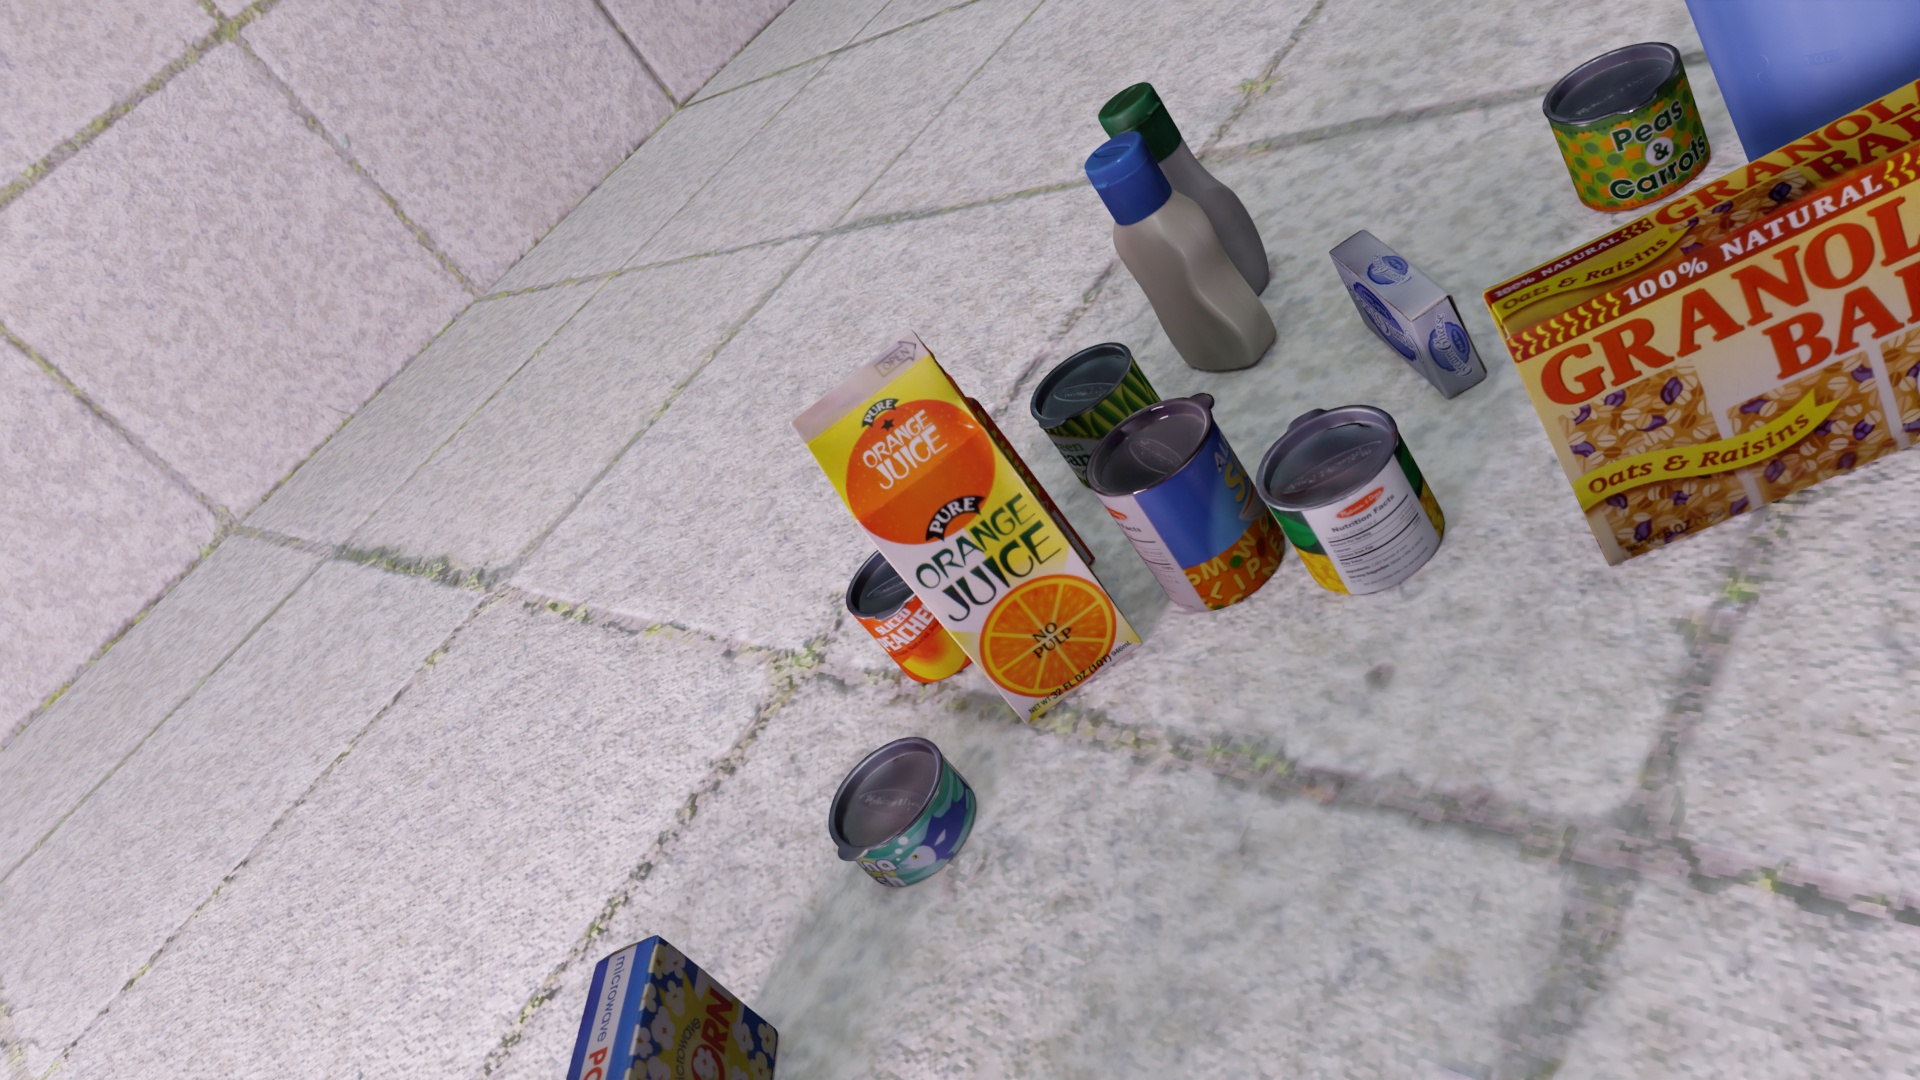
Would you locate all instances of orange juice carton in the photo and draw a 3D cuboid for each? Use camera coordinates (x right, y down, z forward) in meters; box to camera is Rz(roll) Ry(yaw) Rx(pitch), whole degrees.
[{"bbox_3d":[0.002,-0.008,0.665,0.072,0.192,0.073,-36,30,4],"label":"orange juice carton"}]

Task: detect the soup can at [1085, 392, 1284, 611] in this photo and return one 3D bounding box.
[{"bbox_3d":[0.112,-0.018,0.670,0.071,0.083,0.072,-27,31,19],"label":"soup can"}]

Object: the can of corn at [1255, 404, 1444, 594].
[{"bbox_3d":[0.176,-0.019,0.628,0.071,0.058,0.071,-27,31,18],"label":"can of corn"}]

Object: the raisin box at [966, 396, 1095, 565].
[{"bbox_3d":[0.005,-0.023,0.753,0.040,0.123,0.086,-49,31,-18],"label":"raisin box"}]

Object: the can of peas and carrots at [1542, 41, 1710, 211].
[{"bbox_3d":[0.343,-0.210,0.712,0.071,0.058,0.071,-27,31,18],"label":"can of peas and carrots"}]

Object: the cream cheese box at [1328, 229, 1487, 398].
[{"bbox_3d":[0.228,-0.118,0.713,0.024,0.053,0.104,-33,30,9],"label":"cream cheese box"}]

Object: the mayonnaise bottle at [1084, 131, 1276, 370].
[{"bbox_3d":[0.123,-0.163,0.794,0.041,0.147,0.065,-50,32,-20],"label":"mayonnaise bottle"}]

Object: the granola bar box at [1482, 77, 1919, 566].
[{"bbox_3d":[0.296,-0.075,0.510,0.165,0.124,0.039,-26,32,20],"label":"granola bar box"}]

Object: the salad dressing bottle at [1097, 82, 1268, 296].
[{"bbox_3d":[0.135,-0.206,0.840,0.044,0.147,0.064,8,53,52],"label":"salad dressing bottle"}]

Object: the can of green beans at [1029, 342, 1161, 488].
[{"bbox_3d":[0.083,-0.071,0.801,0.071,0.057,0.071,-27,31,18],"label":"can of green beans"}]

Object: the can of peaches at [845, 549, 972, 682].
[{"bbox_3d":[-0.020,0.037,0.762,0.071,0.058,0.071,-27,31,18],"label":"can of peaches"}]

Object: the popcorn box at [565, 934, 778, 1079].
[{"bbox_3d":[-0.120,0.238,0.566,0.038,0.085,0.127,-27,31,19],"label":"popcorn box"}]

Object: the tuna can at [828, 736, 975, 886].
[{"bbox_3d":[-0.029,0.132,0.666,0.071,0.032,0.071,-27,31,18],"label":"tuna can"}]
